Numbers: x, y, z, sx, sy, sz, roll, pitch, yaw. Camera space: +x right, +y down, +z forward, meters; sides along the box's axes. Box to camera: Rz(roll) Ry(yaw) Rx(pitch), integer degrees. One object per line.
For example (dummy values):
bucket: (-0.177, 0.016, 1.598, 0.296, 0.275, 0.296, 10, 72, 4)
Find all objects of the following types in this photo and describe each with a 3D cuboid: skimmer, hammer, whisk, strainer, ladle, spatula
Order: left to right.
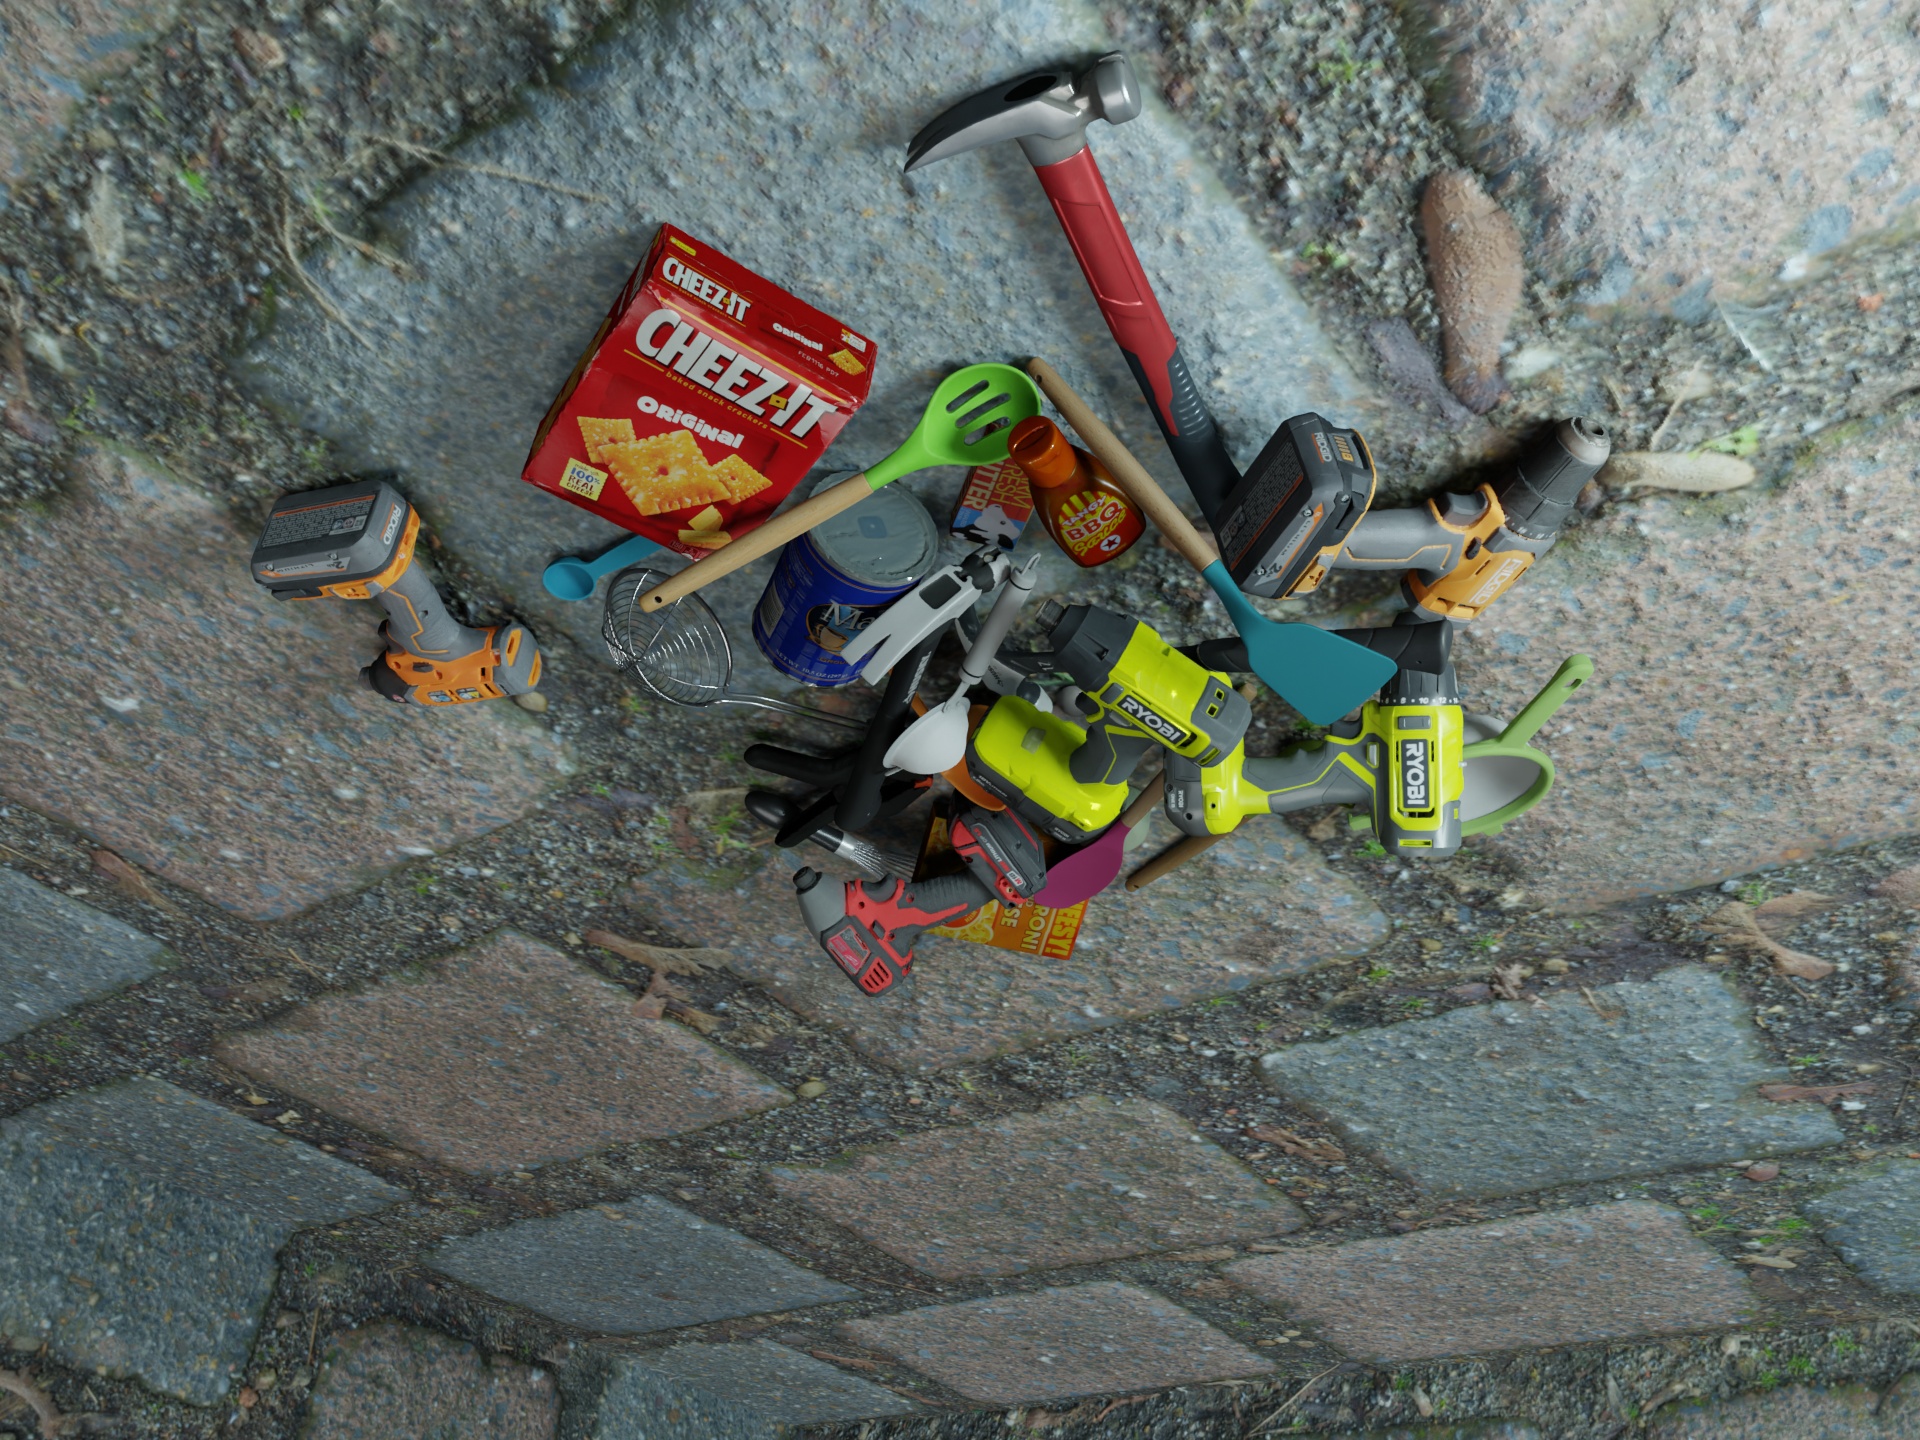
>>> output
skimmer: (-0.130, -0.032, 1.361, 0.363, 0.090, 0.127, 16, 145, -29)
whisk: (-0.085, 0.135, 1.558, 0.284, 0.070, 0.070, 28, 138, -20)
hammer: (-0.059, -0.002, 1.272, 0.035, 0.146, 0.334, 44, 146, 13)
strainer: (0.005, -0.030, 1.231, 0.050, 0.087, 0.258, 46, 130, 21)
hammer: (0.107, -0.244, 1.039, 0.143, 0.038, 0.385, -11, 140, 24)
hammer: (0.172, -0.051, 1.195, 0.409, 0.036, 0.149, -1, 143, 39)
spatula: (0.154, -0.125, 1.060, 0.317, 0.044, 0.082, 51, 140, 7)
ladle: (0.245, 0.103, 1.463, 0.078, 0.062, 0.320, 34, 139, -13)
strainer: (0.426, 0.008, 1.291, 0.151, 0.069, 0.256, 3, 145, -16)

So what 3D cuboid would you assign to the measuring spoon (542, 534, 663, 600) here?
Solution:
measuring spoon: (-0.276, -0.133, 1.265, 0.128, 0.021, 0.042, -22, 134, 20)

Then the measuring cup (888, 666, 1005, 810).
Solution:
measuring cup: (-0.002, -0.004, 1.356, 0.173, 0.052, 0.095, 54, 155, -13)

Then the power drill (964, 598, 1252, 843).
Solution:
power drill: (0.098, -0.001, 1.226, 0.171, 0.080, 0.223, 34, 147, -5)

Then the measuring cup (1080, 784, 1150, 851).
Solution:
measuring cup: (0.094, 0.092, 1.481, 0.167, 0.038, 0.083, 2, 143, 2)

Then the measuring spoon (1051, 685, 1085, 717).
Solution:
measuring spoon: (0.070, 0.005, 1.388, 0.034, 0.018, 0.124, 29, 138, -28)

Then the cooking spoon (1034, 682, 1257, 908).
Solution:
cooking spoon: (0.163, 0.074, 1.417, 0.068, 0.017, 0.318, 16, 132, -28)

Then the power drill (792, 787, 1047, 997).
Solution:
power drill: (-0.041, 0.149, 1.460, 0.219, 0.079, 0.143, -34, 109, 13)

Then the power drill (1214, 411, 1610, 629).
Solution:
power drill: (0.312, -0.146, 1.083, 0.226, 0.084, 0.185, 6, 142, -23)

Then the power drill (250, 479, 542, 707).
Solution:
power drill: (-0.468, -0.088, 1.297, 0.164, 0.084, 0.226, -7, 145, 18)

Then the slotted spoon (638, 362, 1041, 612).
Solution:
slotted spoon: (-0.087, -0.155, 1.101, 0.314, 0.031, 0.070, -28, 113, 6)

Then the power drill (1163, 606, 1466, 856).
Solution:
power drill: (0.281, 0.009, 1.260, 0.228, 0.190, 0.080, -1, 180, 23)
